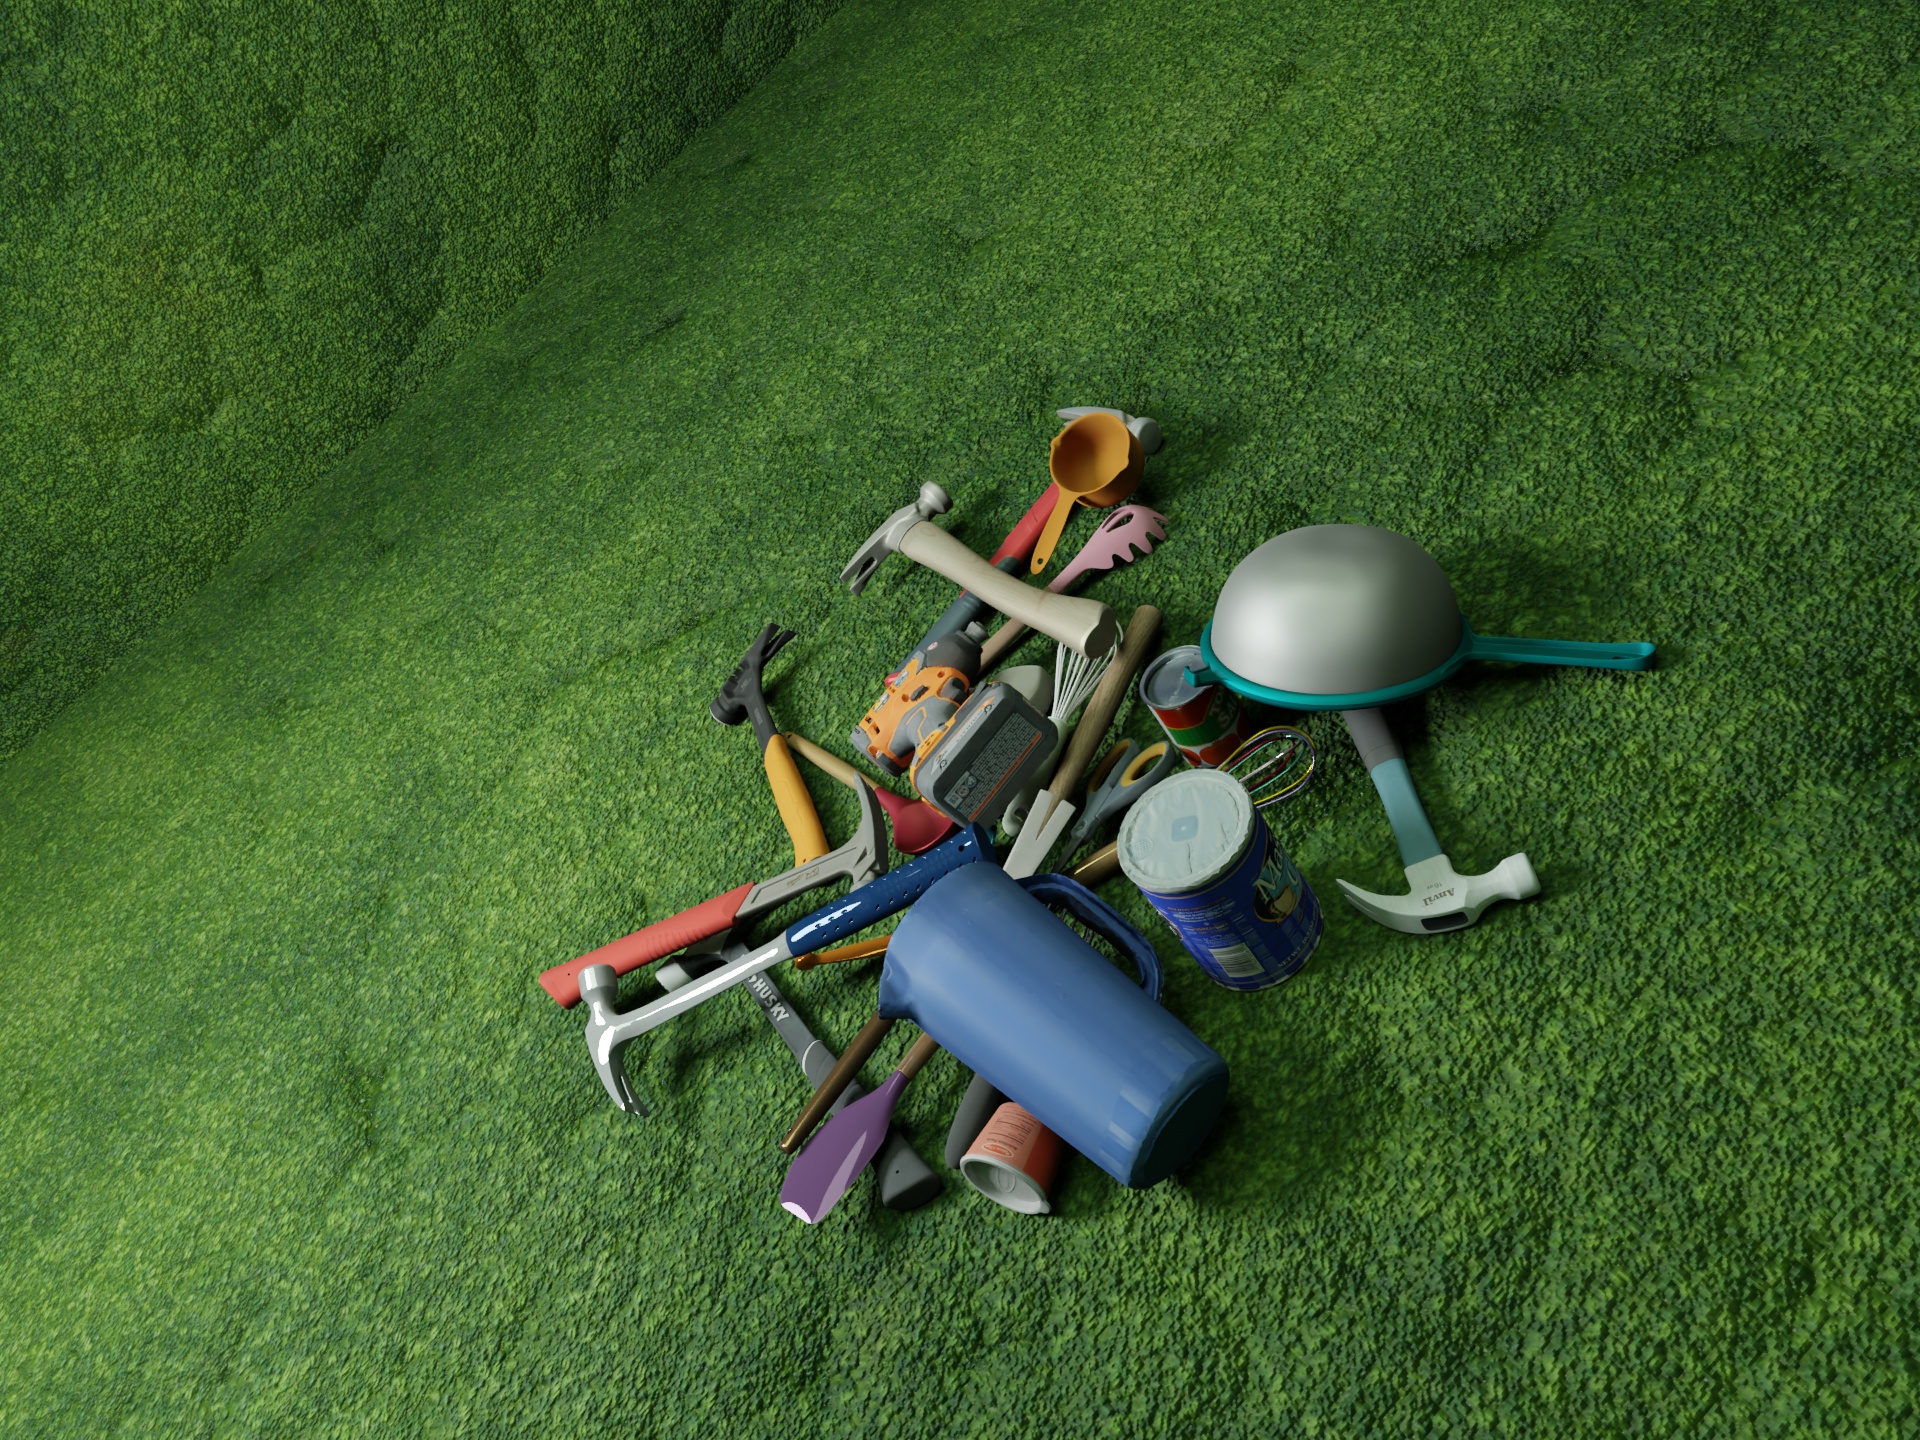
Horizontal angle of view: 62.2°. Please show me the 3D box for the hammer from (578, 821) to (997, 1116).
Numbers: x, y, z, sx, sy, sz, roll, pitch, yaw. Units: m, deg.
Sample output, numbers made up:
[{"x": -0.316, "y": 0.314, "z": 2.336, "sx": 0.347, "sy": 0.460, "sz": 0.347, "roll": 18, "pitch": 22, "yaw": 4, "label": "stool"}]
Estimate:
[{"x": -0.149, "y": 0.198, "z": 1.340, "sx": 0.405, "sy": 0.035, "sz": 0.144, "roll": -28, "pitch": 58, "yaw": 16, "label": "hammer"}]

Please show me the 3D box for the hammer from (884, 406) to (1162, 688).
[{"x": 0.045, "y": -0.176, "z": 1.638, "sx": 0.386, "sy": 0.038, "sz": 0.143, "roll": -51, "pitch": 38, "yaw": -14, "label": "hammer"}]

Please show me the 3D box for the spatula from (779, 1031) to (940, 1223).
[{"x": -0.031, "y": 0.259, "z": 1.249, "sx": 0.060, "sy": 0.018, "sz": 0.316, "roll": 19, "pitch": 57, "yaw": 40, "label": "spatula"}]

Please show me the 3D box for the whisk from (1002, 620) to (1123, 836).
[{"x": 0.089, "y": -0.003, "z": 1.430, "sx": 0.059, "sy": 0.058, "sz": 0.246, "roll": 122, "pitch": 173, "yaw": -65, "label": "whisk"}]

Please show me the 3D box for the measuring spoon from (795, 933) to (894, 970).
[{"x": -0.086, "y": 0.195, "z": 1.367, "sx": 0.117, "sy": 0.011, "sz": 0.021, "roll": -12, "pitch": 36, "yaw": 1, "label": "measuring spoon"}]

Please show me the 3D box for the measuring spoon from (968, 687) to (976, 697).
[{"x": 0.001, "y": 0.015, "z": 1.499, "sx": 0.034, "sy": 0.018, "sz": 0.124, "roll": -16, "pitch": 44, "yaw": 26, "label": "measuring spoon"}]

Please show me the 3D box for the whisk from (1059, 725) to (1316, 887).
[{"x": 0.176, "y": 0.075, "z": 1.282, "sx": 0.245, "sy": 0.047, "sz": 0.051, "roll": -32, "pitch": 40, "yaw": 14, "label": "whisk"}]

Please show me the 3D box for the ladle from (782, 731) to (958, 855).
[{"x": -0.094, "y": 0.062, "z": 1.523, "sx": 0.069, "sy": 0.031, "sz": 0.316, "roll": -44, "pitch": 36, "yaw": -14, "label": "ladle"}]

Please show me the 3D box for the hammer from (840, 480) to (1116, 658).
[{"x": 0.017, "y": -0.130, "z": 1.548, "sx": 0.146, "sy": 0.038, "sz": 0.411, "roll": -46, "pitch": 35, "yaw": -5, "label": "hammer"}]

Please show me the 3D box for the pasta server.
[{"x": 0.074, "y": -0.102, "z": 1.554, "sx": 0.316, "sy": 0.040, "sz": 0.060, "roll": -44, "pitch": 38, "yaw": 1, "label": "pasta server"}]

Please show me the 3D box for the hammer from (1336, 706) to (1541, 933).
[{"x": 0.325, "y": 0.027, "z": 1.217, "sx": 0.128, "sy": 0.033, "sz": 0.331, "roll": -25, "pitch": 40, "yaw": 16, "label": "hammer"}]

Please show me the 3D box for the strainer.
[{"x": 0.348, "y": -0.092, "z": 1.214, "sx": 0.340, "sy": 0.095, "sz": 0.211, "roll": 6, "pitch": 33, "yaw": 26, "label": "strainer"}]

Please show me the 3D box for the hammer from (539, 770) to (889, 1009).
[{"x": -0.228, "y": 0.173, "z": 1.451, "sx": 0.359, "sy": 0.036, "sz": 0.149, "roll": -24, "pitch": 44, "yaw": 15, "label": "hammer"}]

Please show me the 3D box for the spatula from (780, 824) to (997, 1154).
[{"x": -0.056, "y": 0.217, "z": 1.296, "sx": 0.317, "sy": 0.044, "sz": 0.082, "roll": -51, "pitch": 11, "yaw": -31, "label": "spatula"}]

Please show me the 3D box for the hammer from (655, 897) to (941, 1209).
[{"x": -0.127, "y": 0.270, "z": 1.339, "sx": 0.149, "sy": 0.036, "sz": 0.409, "roll": -43, "pitch": 39, "yaw": -7, "label": "hammer"}]

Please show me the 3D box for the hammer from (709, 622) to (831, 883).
[{"x": -0.176, "y": 0.039, "z": 1.586, "sx": 0.127, "sy": 0.034, "sz": 0.337, "roll": -52, "pitch": 37, "yaw": 19, "label": "hammer"}]

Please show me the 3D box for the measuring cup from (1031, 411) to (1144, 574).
[{"x": 0.120, "y": -0.215, "z": 1.567, "sx": 0.095, "sy": 0.052, "sz": 0.173, "roll": 24, "pitch": 89, "yaw": 37, "label": "measuring cup"}]

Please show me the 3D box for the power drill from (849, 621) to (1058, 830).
[{"x": -0.002, "y": -0.005, "z": 1.409, "sx": 0.164, "sy": 0.084, "sz": 0.227, "roll": -51, "pitch": 26, "yaw": -2, "label": "power drill"}]

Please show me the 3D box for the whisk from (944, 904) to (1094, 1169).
[{"x": 0.044, "y": 0.235, "z": 1.231, "sx": 0.055, "sy": 0.055, "sz": 0.239, "roll": 7, "pitch": 61, "yaw": 42, "label": "whisk"}]

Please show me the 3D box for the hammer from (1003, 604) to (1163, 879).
[{"x": 0.106, "y": 0.020, "z": 1.361, "sx": 0.031, "sy": 0.130, "sz": 0.331, "roll": 27, "pitch": 55, "yaw": 4, "label": "hammer"}]
